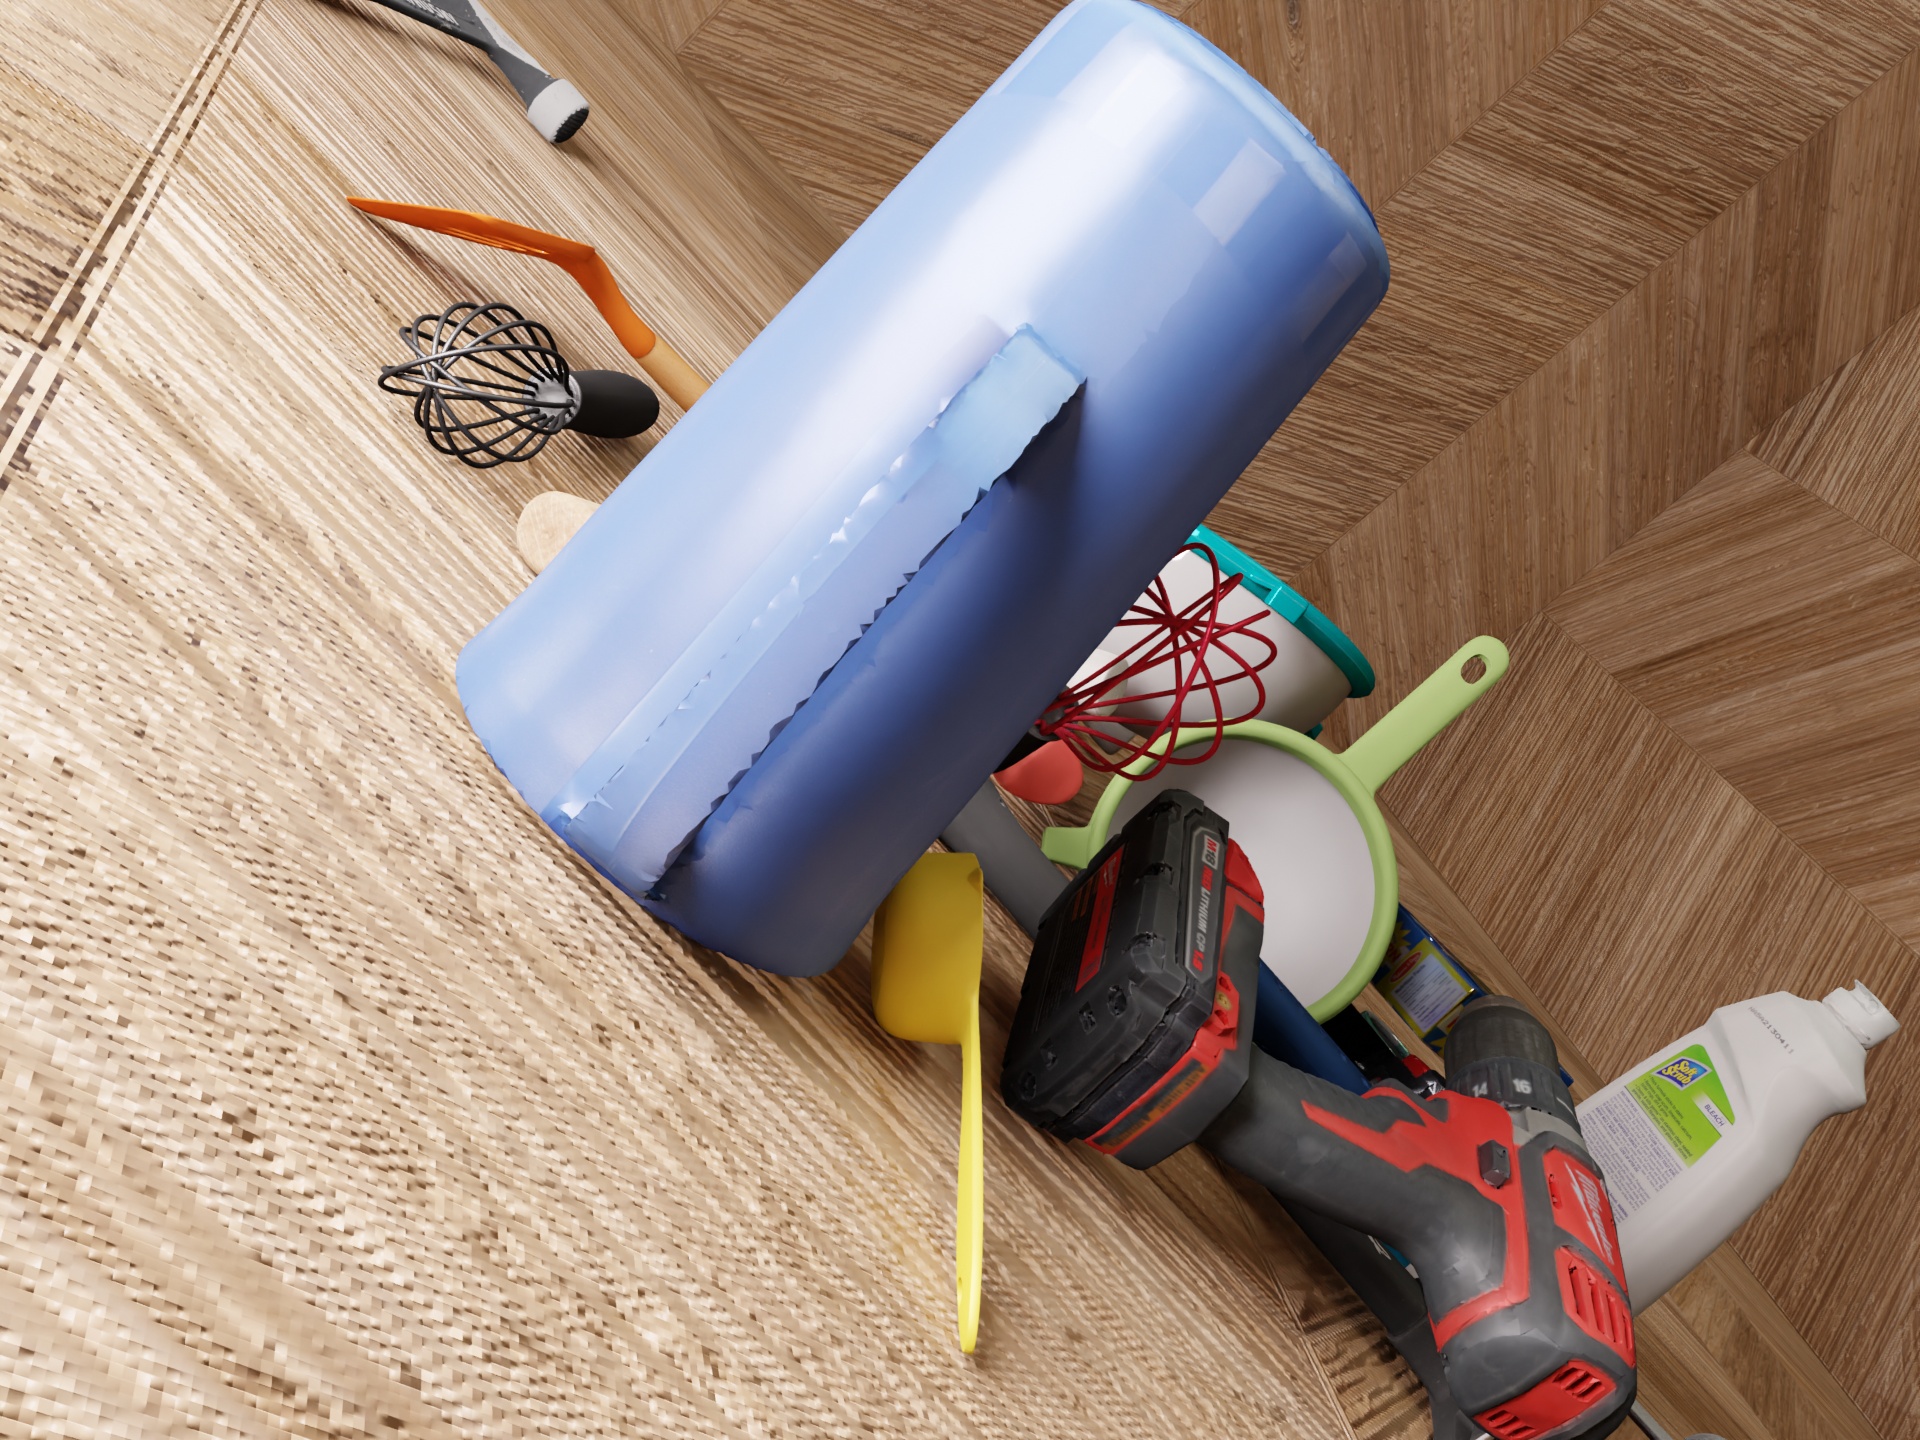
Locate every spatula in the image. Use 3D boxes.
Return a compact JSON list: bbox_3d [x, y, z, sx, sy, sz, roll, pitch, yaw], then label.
[{"bbox_3d":[-0.137,-0.151,0.730,0.081,0.041,0.322,17,-14,31],"label":"spatula"}]

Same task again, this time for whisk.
[{"bbox_3d":[0.038,-0.007,0.570,0.073,0.073,0.296,48,-14,-3],"label":"whisk"},{"bbox_3d":[-0.148,-0.121,0.588,0.055,0.055,0.239,48,9,-4],"label":"whisk"}]

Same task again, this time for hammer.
[{"bbox_3d":[-0.322,-0.399,0.850,0.149,0.036,0.409,46,13,-5],"label":"hammer"},{"bbox_3d":[-0.052,-0.048,0.644,0.130,0.031,0.331,23,7,28],"label":"hammer"},{"bbox_3d":[0.042,-0.016,0.895,0.149,0.036,0.359,45,10,-1],"label":"hammer"},{"bbox_3d":[0.103,0.153,0.643,0.335,0.035,0.146,48,12,-1],"label":"hammer"},{"bbox_3d":[0.209,0.209,0.656,0.405,0.035,0.144,47,6,0],"label":"hammer"}]

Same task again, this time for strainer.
[{"bbox_3d":[0.132,-0.021,0.894,0.211,0.095,0.340,35,-1,32],"label":"strainer"},{"bbox_3d":[0.167,0.046,0.778,0.151,0.256,0.069,50,-15,5],"label":"strainer"}]

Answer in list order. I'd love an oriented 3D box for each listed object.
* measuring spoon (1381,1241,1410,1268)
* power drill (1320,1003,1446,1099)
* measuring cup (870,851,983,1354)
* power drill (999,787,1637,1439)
[{"bbox_3d":[0.232,0.265,0.745,0.128,0.042,0.021,52,24,-21],"label":"measuring spoon"},{"bbox_3d":[0.185,0.156,0.828,0.143,0.078,0.220,37,14,-44],"label":"power drill"},{"bbox_3d":[-0.010,0.098,0.432,0.029,0.062,0.157,6,38,-6],"label":"measuring cup"},{"bbox_3d":[0.136,0.123,0.563,0.226,0.080,0.188,35,32,-8],"label":"power drill"}]
